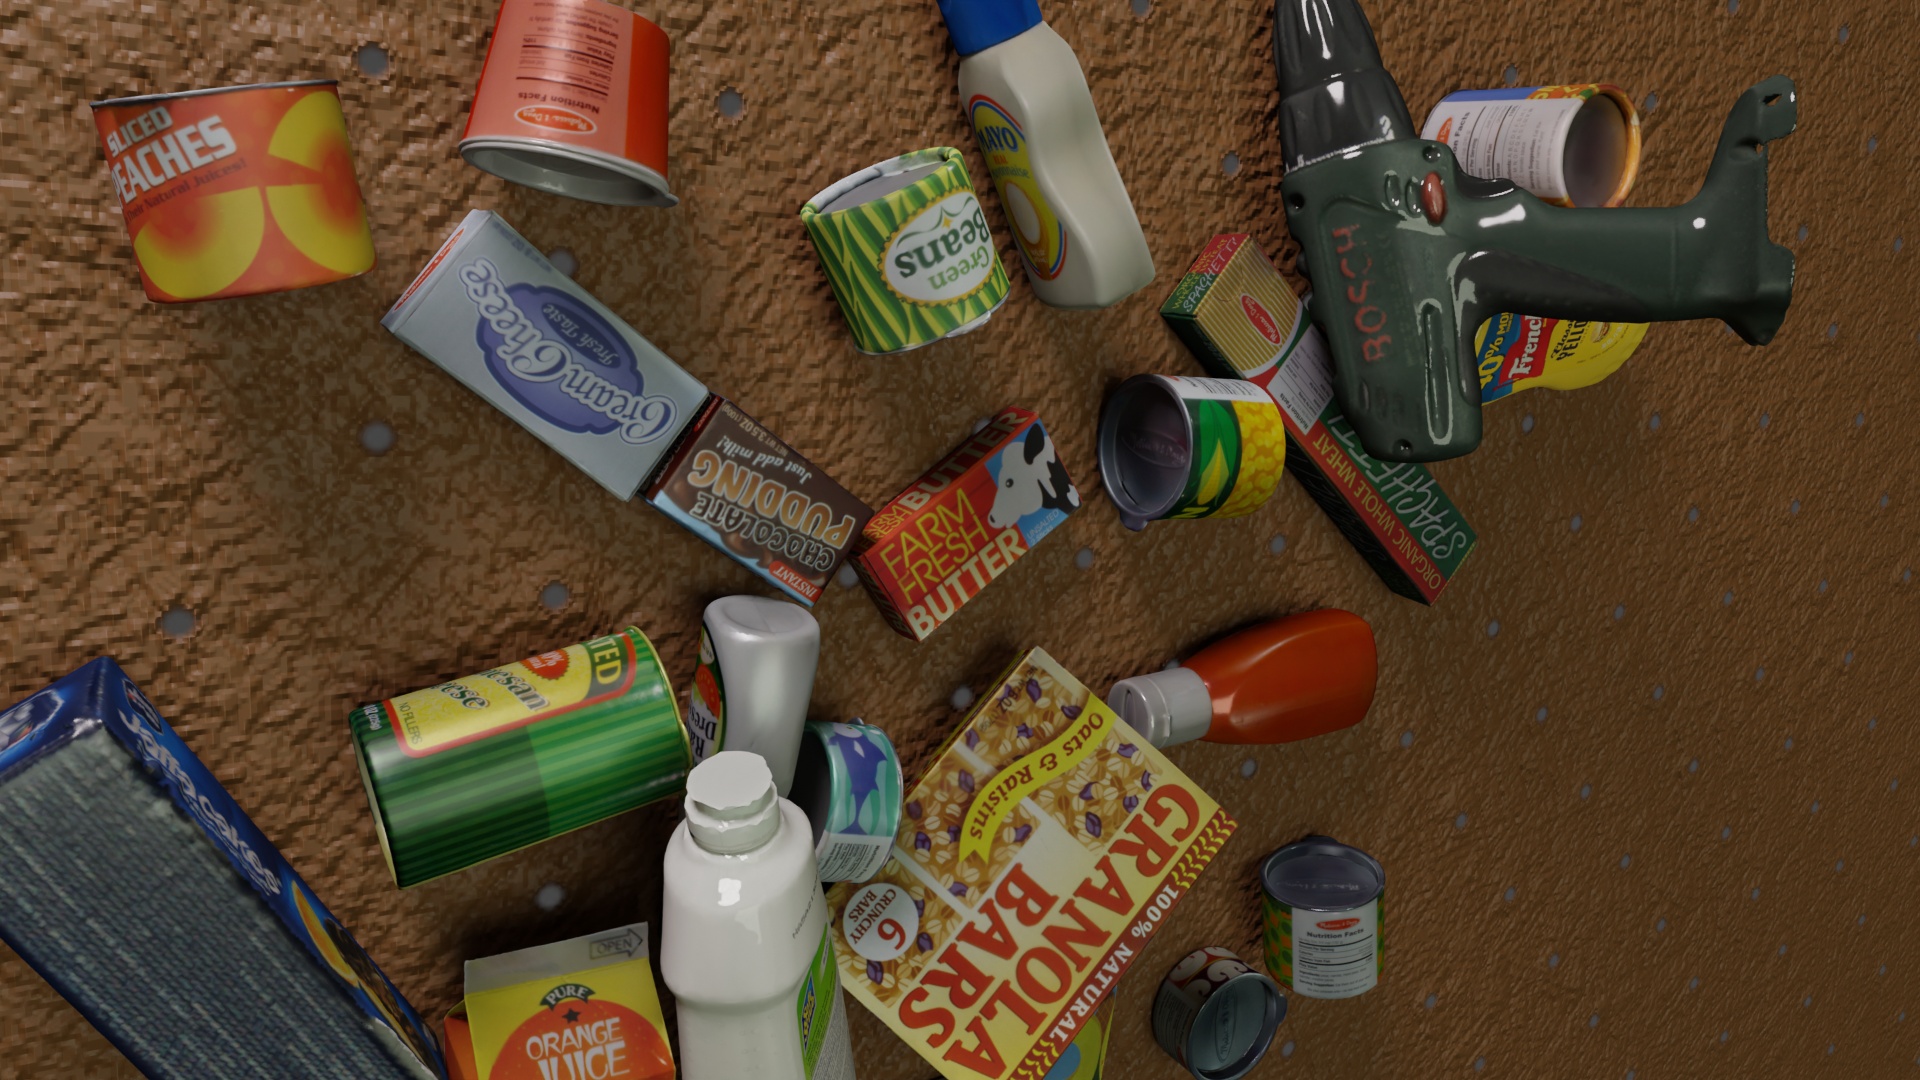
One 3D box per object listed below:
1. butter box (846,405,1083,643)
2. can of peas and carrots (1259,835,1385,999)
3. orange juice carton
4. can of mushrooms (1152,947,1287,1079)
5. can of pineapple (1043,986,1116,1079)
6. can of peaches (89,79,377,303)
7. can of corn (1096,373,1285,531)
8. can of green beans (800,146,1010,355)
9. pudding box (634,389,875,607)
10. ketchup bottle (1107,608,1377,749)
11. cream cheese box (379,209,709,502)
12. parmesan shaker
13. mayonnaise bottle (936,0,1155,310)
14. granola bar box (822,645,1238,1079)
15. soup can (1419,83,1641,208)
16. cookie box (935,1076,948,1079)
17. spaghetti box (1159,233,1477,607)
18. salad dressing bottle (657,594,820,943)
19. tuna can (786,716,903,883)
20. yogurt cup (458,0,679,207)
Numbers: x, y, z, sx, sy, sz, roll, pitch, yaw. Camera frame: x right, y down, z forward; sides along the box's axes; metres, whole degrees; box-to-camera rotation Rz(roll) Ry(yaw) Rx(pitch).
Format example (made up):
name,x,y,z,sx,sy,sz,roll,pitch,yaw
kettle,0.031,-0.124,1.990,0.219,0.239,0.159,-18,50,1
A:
name,x,y,z,sx,sy,sz,roll,pitch,yaw
butter box,0.002,-0.008,0.604,0.104,0.024,0.053,-40,121,-17
can of peas and carrots,0.199,0.206,0.763,0.071,0.071,0.058,-17,112,-28
orange juice carton,-0.159,0.244,0.542,0.072,0.073,0.192,-2,104,-31
can of mushrooms,0.142,0.259,0.759,0.071,0.033,0.071,-9,107,-30
can of pineapple,0.041,0.233,0.668,0.071,0.071,0.057,2,102,-32
can of peaches,-0.216,-0.104,0.414,0.071,0.071,0.057,-16,112,-28
can of corn,0.105,-0.040,0.635,0.058,0.071,0.071,-1,104,-32
can of green beans,-0.021,-0.112,0.536,0.071,0.071,0.057,-33,118,-21
pudding box,-0.081,-0.016,0.547,0.083,0.030,0.050,38,82,-33
ketchup bottle,0.145,0.076,0.705,0.149,0.043,0.064,-8,106,-30
cream cheese box,-0.145,-0.065,0.496,0.103,0.024,0.053,41,81,-33
parmesan shaker,-0.157,0.077,0.499,0.103,0.071,0.071,-16,111,-28
mayonnaise bottle,0.029,-0.166,0.558,0.041,0.065,0.147,-32,114,-17
granola bar box,0.024,0.149,0.618,0.124,0.039,0.166,41,78,0
soup can,0.286,-0.193,0.697,0.071,0.084,0.071,-9,108,-30
cookie box,-0.027,0.331,0.668,0.168,0.040,0.122,-7,107,-31
spaghetti box,0.189,-0.053,0.707,0.249,0.029,0.050,42,80,-33
salad dressing bottle,-0.091,0.097,0.555,0.044,0.064,0.147,5,108,-25
tuna can,-0.055,0.106,0.576,0.033,0.071,0.071,12,97,-33
yogurt cup,-0.128,-0.147,0.463,0.072,0.072,0.054,8,91,-33
